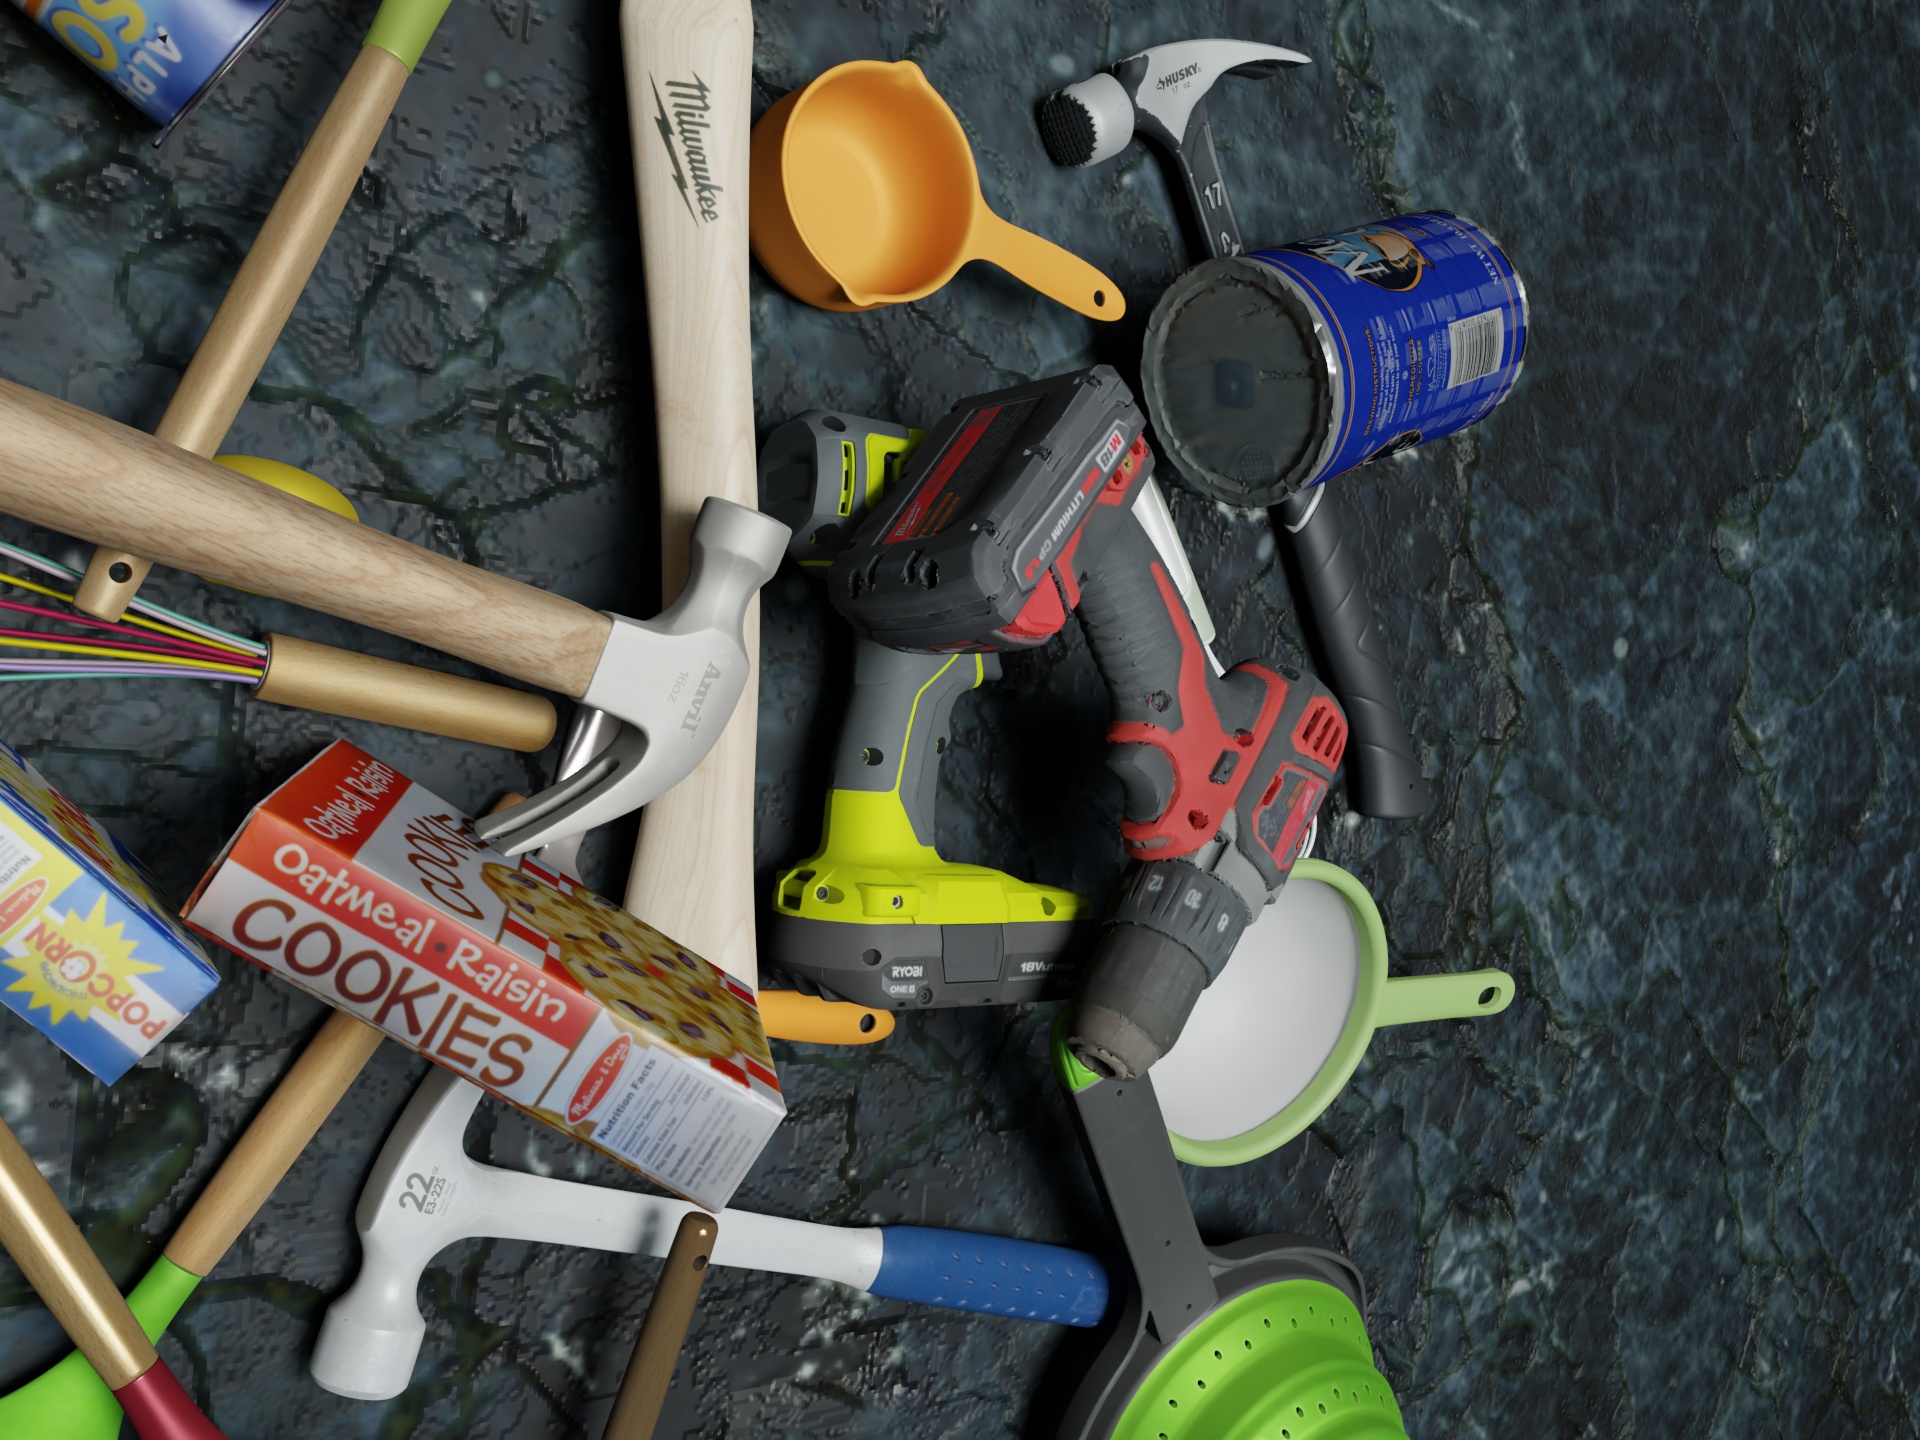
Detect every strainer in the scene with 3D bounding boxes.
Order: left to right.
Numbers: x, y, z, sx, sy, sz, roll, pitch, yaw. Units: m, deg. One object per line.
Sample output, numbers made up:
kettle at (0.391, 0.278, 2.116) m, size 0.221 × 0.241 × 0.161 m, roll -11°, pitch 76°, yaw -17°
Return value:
strainer at (0.165, 0.127, 0.772) m, size 0.256 × 0.069 × 0.151 m, roll 3°, pitch 105°, yaw -35°

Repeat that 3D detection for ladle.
ladle at (-0.259, 0.173, 0.469) m, size 0.069 × 0.031 × 0.315 m, roll -34°, pitch 101°, yaw -30°
ladle at (-0.176, -0.174, 0.465) m, size 0.078 × 0.062 × 0.320 m, roll 30°, pitch 79°, yaw -35°

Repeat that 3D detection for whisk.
whisk at (-0.238, -0.019, 0.490) m, size 0.244 × 0.047 × 0.051 m, roll 15°, pitch 84°, yaw -39°
whisk at (0.110, -0.029, 0.742) m, size 0.058 × 0.059 × 0.246 m, roll -25°, pitch 105°, yaw -3°

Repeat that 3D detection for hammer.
hammer at (-0.206, -0.052, 0.441) m, size 0.331 × 0.031 × 0.130 m, roll 21°, pitch 90°, yaw -35°
hammer at (-0.081, -0.098, 0.559) m, size 0.146 × 0.038 × 0.410 m, roll 0°, pitch 97°, yaw 1°
hammer at (-0.043, 0.214, 0.654) m, size 0.405 × 0.035 × 0.144 m, roll 22°, pitch 81°, yaw -35°
hammer at (0.165, -0.127, 0.781) m, size 0.149 × 0.036 × 0.408 m, roll -35°, pitch 113°, yaw -30°

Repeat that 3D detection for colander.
colander at (0.121, 0.284, 0.696) m, size 0.204 × 0.095 × 0.396 m, roll -31°, pitch 121°, yaw -21°

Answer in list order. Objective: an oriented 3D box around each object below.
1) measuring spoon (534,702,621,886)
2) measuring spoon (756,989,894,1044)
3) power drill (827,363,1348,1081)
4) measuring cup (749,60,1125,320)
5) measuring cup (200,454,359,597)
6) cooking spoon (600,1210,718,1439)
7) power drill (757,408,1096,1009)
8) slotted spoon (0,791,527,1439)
measuring spoon at (-0.137, 0.025, 0.581) m, size 0.034 × 0.018 × 0.124 m, roll 21°, pitch 81°, yaw -35°
measuring spoon at (-0.072, 0.119, 0.640) m, size 0.116 × 0.011 × 0.021 m, roll 14°, pitch 86°, yaw -36°
power drill at (0.052, 0.005, 0.594) m, size 0.226 × 0.080 × 0.188 m, roll 50°, pitch 57°, yaw -30°
measuring cup at (-0.010, -0.193, 0.637) m, size 0.173 × 0.052 × 0.095 m, roll 15°, pitch 85°, yaw -38°
measuring cup at (-0.185, -0.046, 0.529) m, size 0.156 × 0.062 × 0.029 m, roll 25°, pitch 65°, yaw -46°
cooking spoon at (-0.144, 0.328, 0.575) m, size 0.068 × 0.017 × 0.319 m, roll 18°, pitch 93°, yaw -37°
power drill at (-0.001, -0.002, 0.645) m, size 0.171 × 0.080 × 0.223 m, roll 4°, pitch 88°, yaw -36°
slotted spoon at (-0.236, 0.152, 0.515) m, size 0.070 × 0.031 × 0.314 m, roll 43°, pitch 68°, yaw -27°
